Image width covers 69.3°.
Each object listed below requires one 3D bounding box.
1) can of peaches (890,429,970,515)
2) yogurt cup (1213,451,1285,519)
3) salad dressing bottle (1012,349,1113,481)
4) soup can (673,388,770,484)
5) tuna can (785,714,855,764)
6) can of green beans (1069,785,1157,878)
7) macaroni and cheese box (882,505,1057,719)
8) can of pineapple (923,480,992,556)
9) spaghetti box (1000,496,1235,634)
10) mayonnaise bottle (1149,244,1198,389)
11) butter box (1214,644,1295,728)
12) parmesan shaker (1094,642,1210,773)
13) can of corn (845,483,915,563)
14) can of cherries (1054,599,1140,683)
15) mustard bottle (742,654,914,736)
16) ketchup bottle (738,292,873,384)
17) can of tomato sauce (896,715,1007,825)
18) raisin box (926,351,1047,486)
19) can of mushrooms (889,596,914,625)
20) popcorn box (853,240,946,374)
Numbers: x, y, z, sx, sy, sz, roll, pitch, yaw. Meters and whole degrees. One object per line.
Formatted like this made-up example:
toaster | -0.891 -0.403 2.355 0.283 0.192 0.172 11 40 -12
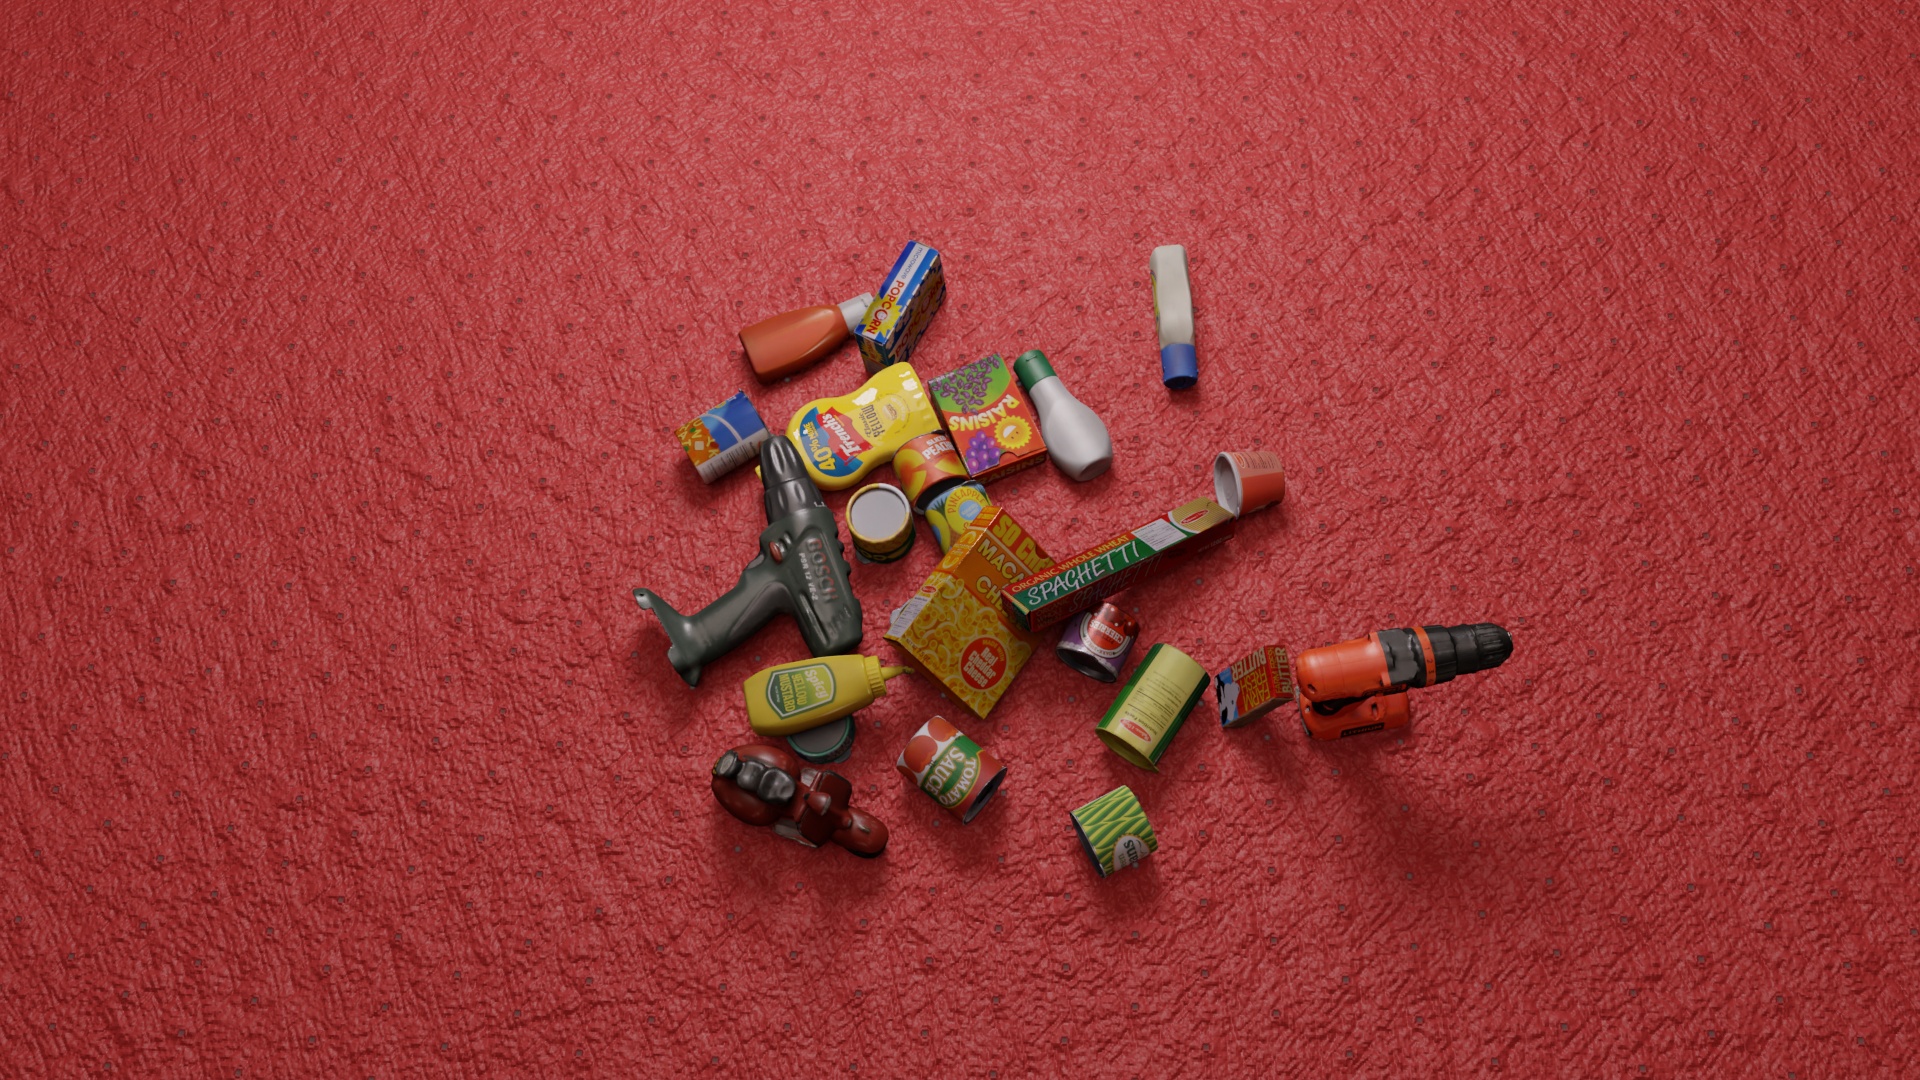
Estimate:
can of peaches | -0.028 -0.068 1.409 0.071 0.071 0.058 -24 62 -6
yogurt cup | 0.291 -0.059 1.394 0.054 0.072 0.072 -9 68 -9
salad dressing bottle | 0.104 -0.132 1.445 0.064 0.044 0.148 -26 68 -7
soup can | -0.246 -0.109 1.443 0.084 0.071 0.071 -32 70 -9
tuna can | -0.134 0.182 1.339 0.071 0.032 0.071 -1 68 3
can of green beans | 0.140 0.266 1.272 0.058 0.071 0.071 -25 69 -7
macaroni and cheese box | 0.024 0.068 1.336 0.123 0.040 0.167 44 73 -24
can of pineapple | 0.005 -0.017 1.390 0.071 0.070 0.058 -24 70 -6
spaghetti box | 0.154 0.021 1.344 0.251 0.028 0.050 -24 37 -23
mayonnaise bottle | 0.226 -0.235 1.469 0.041 0.064 0.148 -4 72 5
butter box | 0.274 0.137 1.296 0.024 0.103 0.053 2 67 -18
parmesan shaker | 0.185 0.158 1.313 0.071 0.071 0.103 33 73 15
can of corn | -0.082 -0.015 1.400 0.071 0.058 0.071 -1 68 3
can of cherries | 0.133 0.096 1.337 0.071 0.071 0.058 26 72 13
mustard bottle | -0.122 0.138 1.310 0.160 0.048 0.065 -15 69 -2
ketchup bottle | -0.160 -0.223 1.495 0.149 0.043 0.065 -23 70 -6
can of tomato sauce | -0.009 0.214 1.299 0.083 0.071 0.071 36 75 16
raisin box | 0.028 -0.125 1.448 0.086 0.040 0.123 -21 69 -6
can of mushrooms | -0.034 0.088 1.370 0.071 0.033 0.071 -1 69 3
popcorn box | -0.062 -0.243 1.475 0.038 0.085 0.127 25 72 13
